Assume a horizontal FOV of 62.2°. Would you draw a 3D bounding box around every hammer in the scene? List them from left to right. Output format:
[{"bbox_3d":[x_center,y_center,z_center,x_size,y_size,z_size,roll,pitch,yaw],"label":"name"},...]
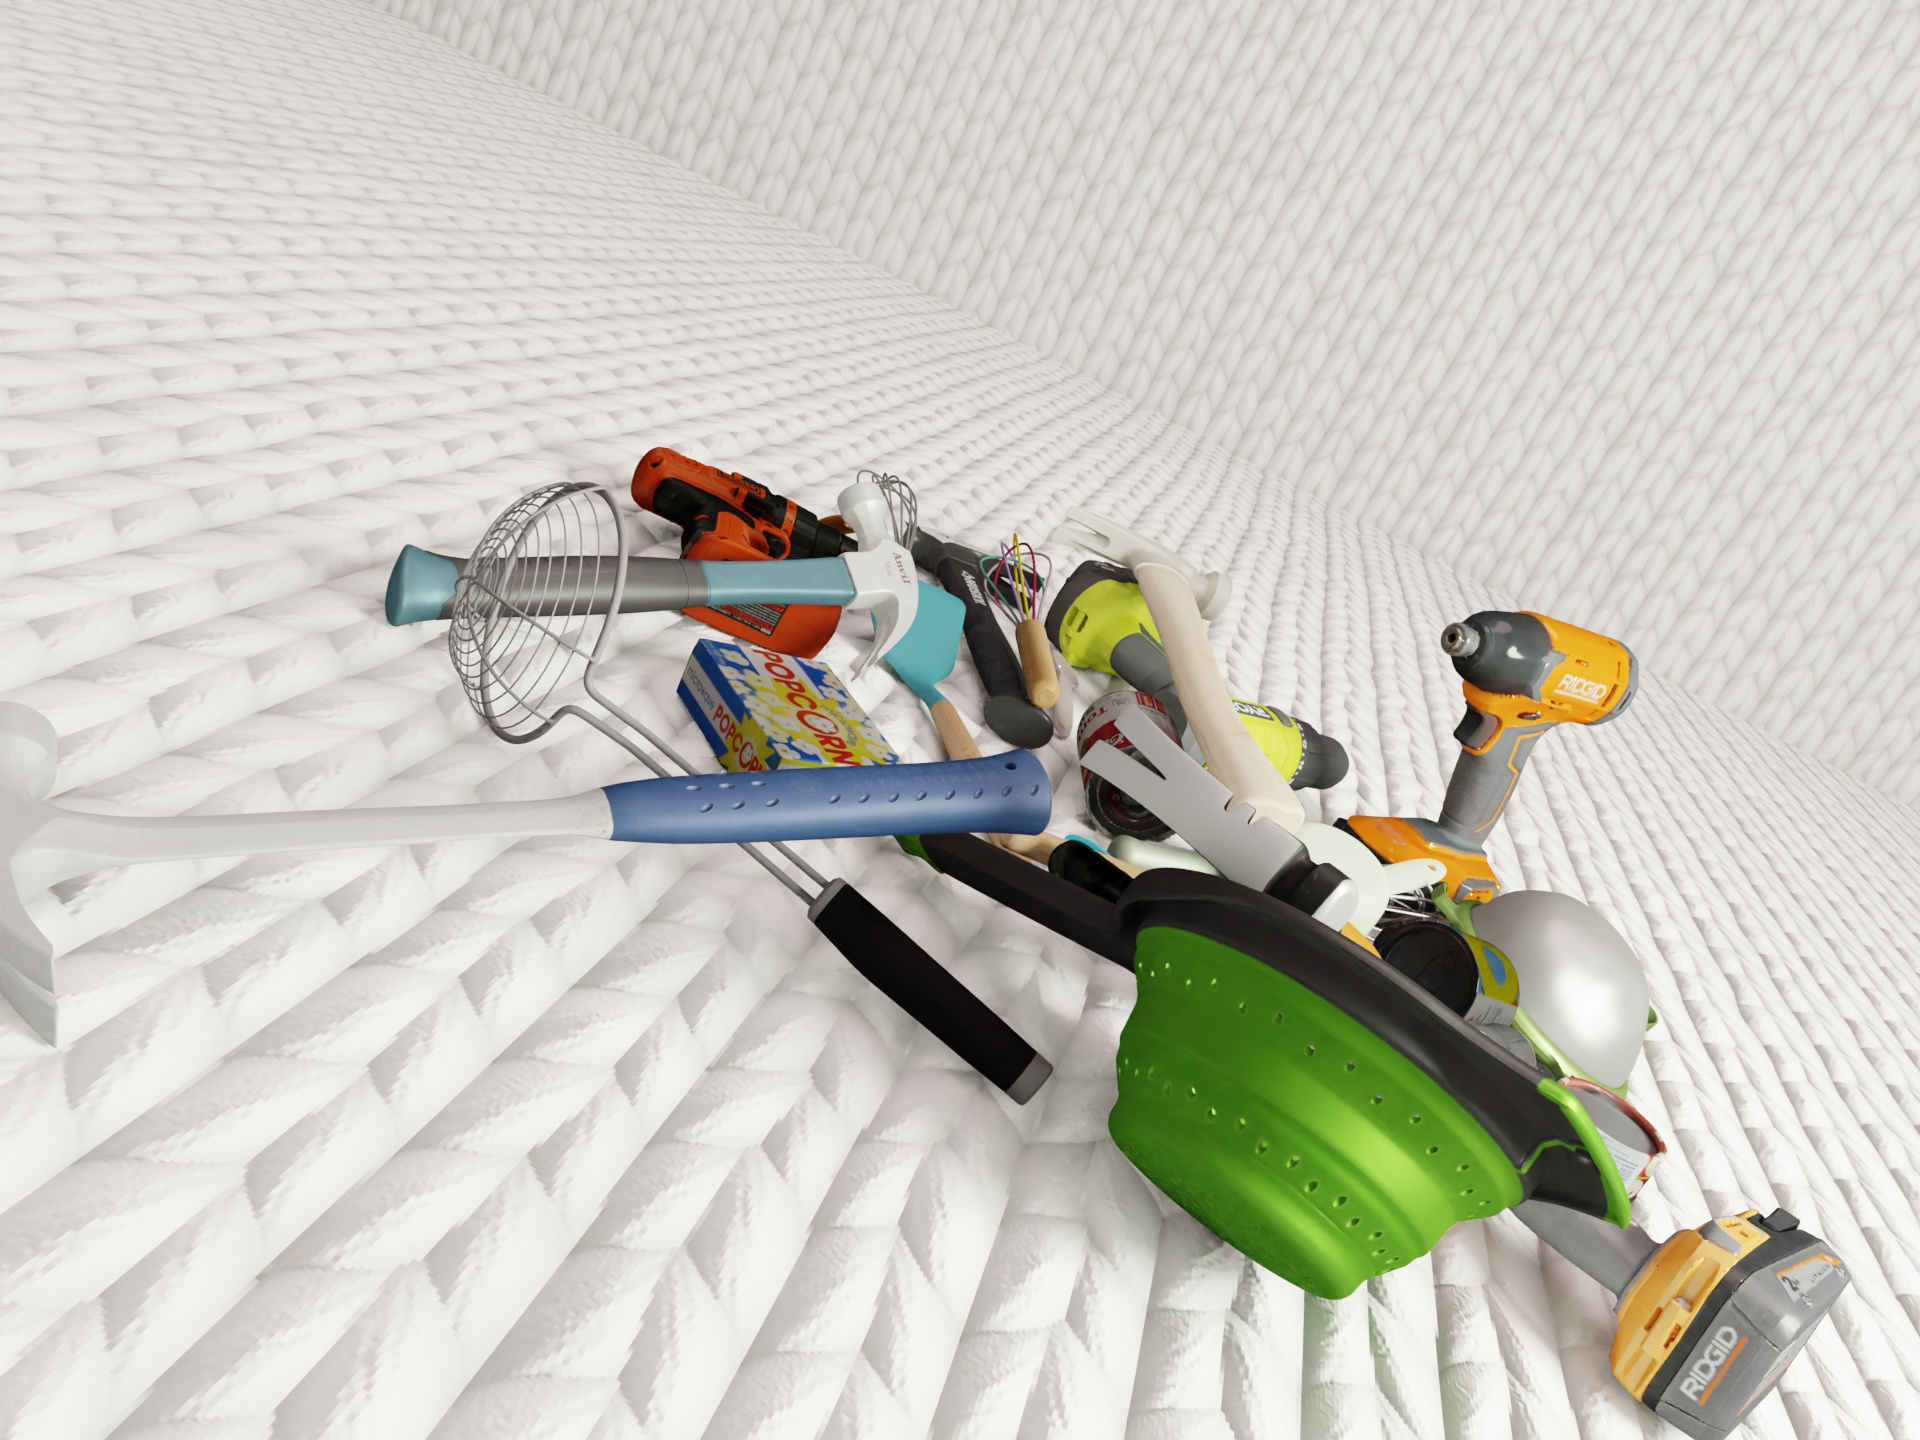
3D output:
[{"bbox_3d":[-0.143,0.040,0.596,0.405,0.035,0.144,-2,33,-29],"label":"hammer"},{"bbox_3d":[-0.161,-0.079,0.902,0.331,0.033,0.128,-5,66,-39],"label":"hammer"},{"bbox_3d":[0.021,-0.066,1.186,0.146,0.035,0.335,19,21,-19],"label":"hammer"},{"bbox_3d":[0.149,-0.039,1.067,0.146,0.038,0.411,24,23,-14],"label":"hammer"},{"bbox_3d":[0.164,0.094,0.760,0.127,0.034,0.336,41,0,33],"label":"hammer"}]

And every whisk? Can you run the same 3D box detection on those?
[{"bbox_3d":[-0.048,-0.117,1.177,0.055,0.055,0.239,18,33,-25],"label":"whisk"},{"bbox_3d":[0.046,-0.075,1.129,0.051,0.047,0.245,22,24,-14],"label":"whisk"},{"bbox_3d":[0.198,0.102,0.979,0.246,0.059,0.058,13,-15,-23],"label":"whisk"}]

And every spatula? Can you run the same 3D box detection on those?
[{"bbox_3d":[-0.002,-0.003,0.987,0.082,0.044,0.318,20,22,-26],"label":"spatula"}]

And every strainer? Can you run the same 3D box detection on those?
[{"bbox_3d":[0.412,0.167,1.015,0.256,0.069,0.152,17,36,-46],"label":"strainer"}]

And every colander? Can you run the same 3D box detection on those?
[{"bbox_3d":[0.073,0.135,0.680,0.397,0.094,0.204,22,-23,46],"label":"colander"}]

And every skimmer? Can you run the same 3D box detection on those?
[{"bbox_3d":[-0.095,0.032,0.722,0.363,0.127,0.090,40,20,7],"label":"skimmer"}]

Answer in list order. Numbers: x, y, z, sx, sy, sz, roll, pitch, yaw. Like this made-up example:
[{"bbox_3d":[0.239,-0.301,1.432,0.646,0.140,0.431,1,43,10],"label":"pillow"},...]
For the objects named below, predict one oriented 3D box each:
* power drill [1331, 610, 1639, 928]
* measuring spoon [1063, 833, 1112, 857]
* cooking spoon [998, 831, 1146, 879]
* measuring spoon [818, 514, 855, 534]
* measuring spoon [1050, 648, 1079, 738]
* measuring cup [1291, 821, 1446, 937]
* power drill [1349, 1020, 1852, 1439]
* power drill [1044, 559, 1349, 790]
[{"bbox_3d":[0.334,0.030,1.057,0.164,0.226,0.084,12,24,-35],"label":"power drill"},{"bbox_3d":[0.105,0.110,0.893,0.128,0.021,0.042,36,19,-2],"label":"measuring spoon"},{"bbox_3d":[0.138,0.106,0.873,0.318,0.017,0.069,24,21,-37],"label":"cooking spoon"},{"bbox_3d":[-0.099,-0.140,1.181,0.021,0.011,0.117,34,-12,-22],"label":"measuring spoon"},{"bbox_3d":[0.069,-0.015,1.154,0.034,0.018,0.124,50,20,-18],"label":"measuring spoon"},{"bbox_3d":[0.249,0.089,0.956,0.167,0.038,0.083,-6,45,-38],"label":"measuring cup"},{"bbox_3d":[0.296,0.221,0.766,0.226,0.084,0.185,36,20,36],"label":"power drill"},{"bbox_3d":[0.182,-0.025,1.230,0.190,0.080,0.229,12,28,-36],"label":"power drill"}]
